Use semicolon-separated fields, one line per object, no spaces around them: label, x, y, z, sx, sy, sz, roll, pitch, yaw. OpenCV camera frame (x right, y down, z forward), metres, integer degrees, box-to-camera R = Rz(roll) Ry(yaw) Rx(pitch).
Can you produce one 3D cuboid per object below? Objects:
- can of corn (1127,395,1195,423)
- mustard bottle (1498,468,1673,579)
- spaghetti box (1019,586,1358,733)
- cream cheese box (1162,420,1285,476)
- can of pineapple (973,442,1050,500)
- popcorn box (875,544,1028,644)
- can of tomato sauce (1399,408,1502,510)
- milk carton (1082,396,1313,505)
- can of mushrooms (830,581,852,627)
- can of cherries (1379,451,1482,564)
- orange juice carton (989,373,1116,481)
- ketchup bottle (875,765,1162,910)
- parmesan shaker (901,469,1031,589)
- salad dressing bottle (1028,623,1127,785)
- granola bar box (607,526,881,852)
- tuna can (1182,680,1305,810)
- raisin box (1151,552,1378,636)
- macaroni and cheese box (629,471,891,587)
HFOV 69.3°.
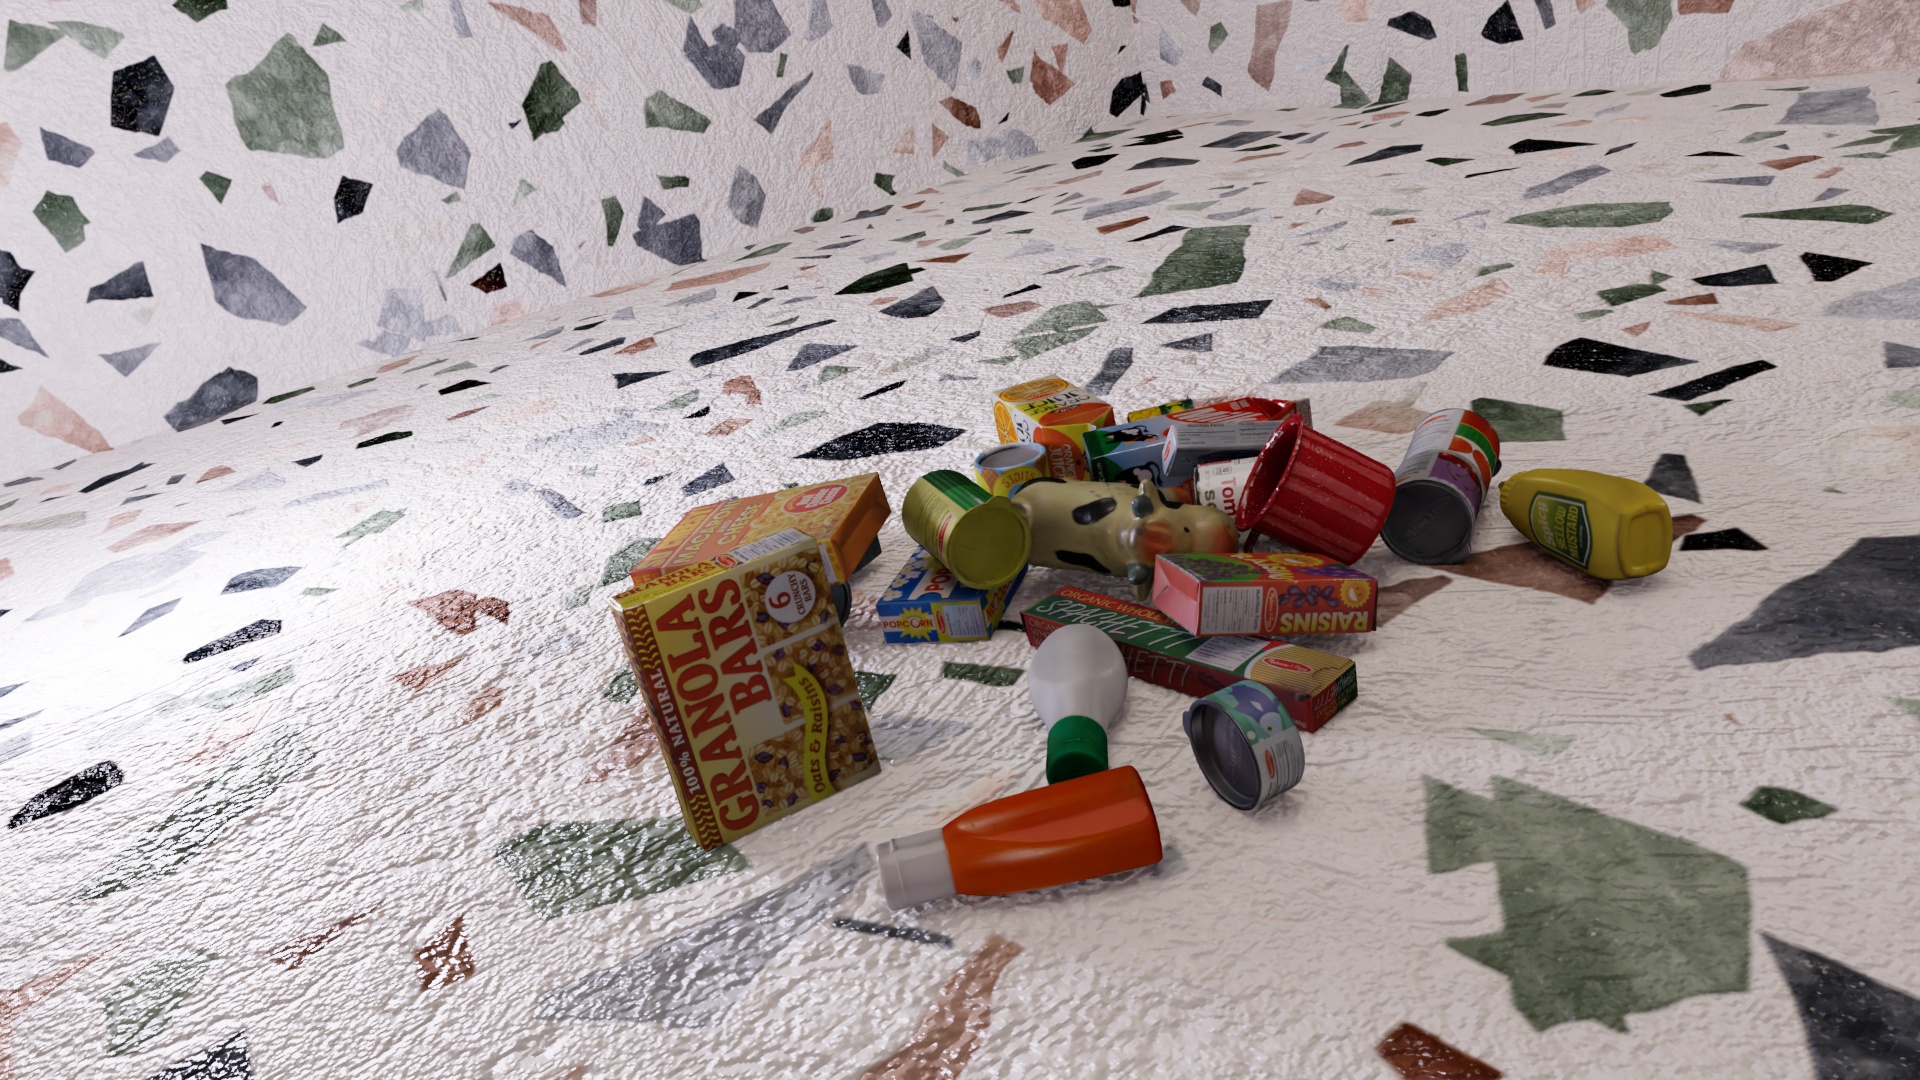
can of corn;0.184;-0.091;1.244;0.058;0.071;0.071;-12;22;3
mustard bottle;0.418;-0.019;0.958;0.049;0.065;0.160;-12;16;-11
spaghetti box;0.143;0.073;0.922;0.050;0.028;0.250;-28;27;-35
cream cheese box;0.216;-0.073;1.103;0.104;0.024;0.053;-2;-21;-1
can of pineapple;0.048;-0.049;1.229;0.071;0.057;0.071;-11;22;4
popcorn box;-0.004;0.034;1.084;0.085;0.038;0.127;-3;24;19
can of tomato sauce;0.374;-0.054;1.061;0.071;0.071;0.083;0;25;28
milk carton;0.205;-0.068;1.173;0.191;0.072;0.074;-11;22;3
can of mushrooms;-0.123;0.045;1.082;0.071;0.070;0.033;-21;22;-19
can of cherries;0.341;-0.022;1.004;0.071;0.071;0.059;-1;24;27
orange juice carton;0.096;-0.096;1.299;0.073;0.071;0.193;-18;22;-12
ketchup bottle;0.030;0.163;0.748;0.149;0.043;0.065;-13;21;-2
parmesan shaker;0.004;-0.013;1.047;0.071;0.071;0.103;-19;23;-15
salad dressing bottle;0.073;0.105;0.867;0.064;0.043;0.148;-8;24;9
granola bar box;-0.129;0.089;0.851;0.124;0.165;0.039;-22;21;-22
tuna can;0.157;0.112;0.772;0.033;0.070;0.071;-20;23;-21
raisin box;0.200;0.035;0.918;0.123;0.040;0.086;-1;10;-12
macaroni and cheese box;-0.150;0.002;1.062;0.166;0.040;0.124;-10;23;19
